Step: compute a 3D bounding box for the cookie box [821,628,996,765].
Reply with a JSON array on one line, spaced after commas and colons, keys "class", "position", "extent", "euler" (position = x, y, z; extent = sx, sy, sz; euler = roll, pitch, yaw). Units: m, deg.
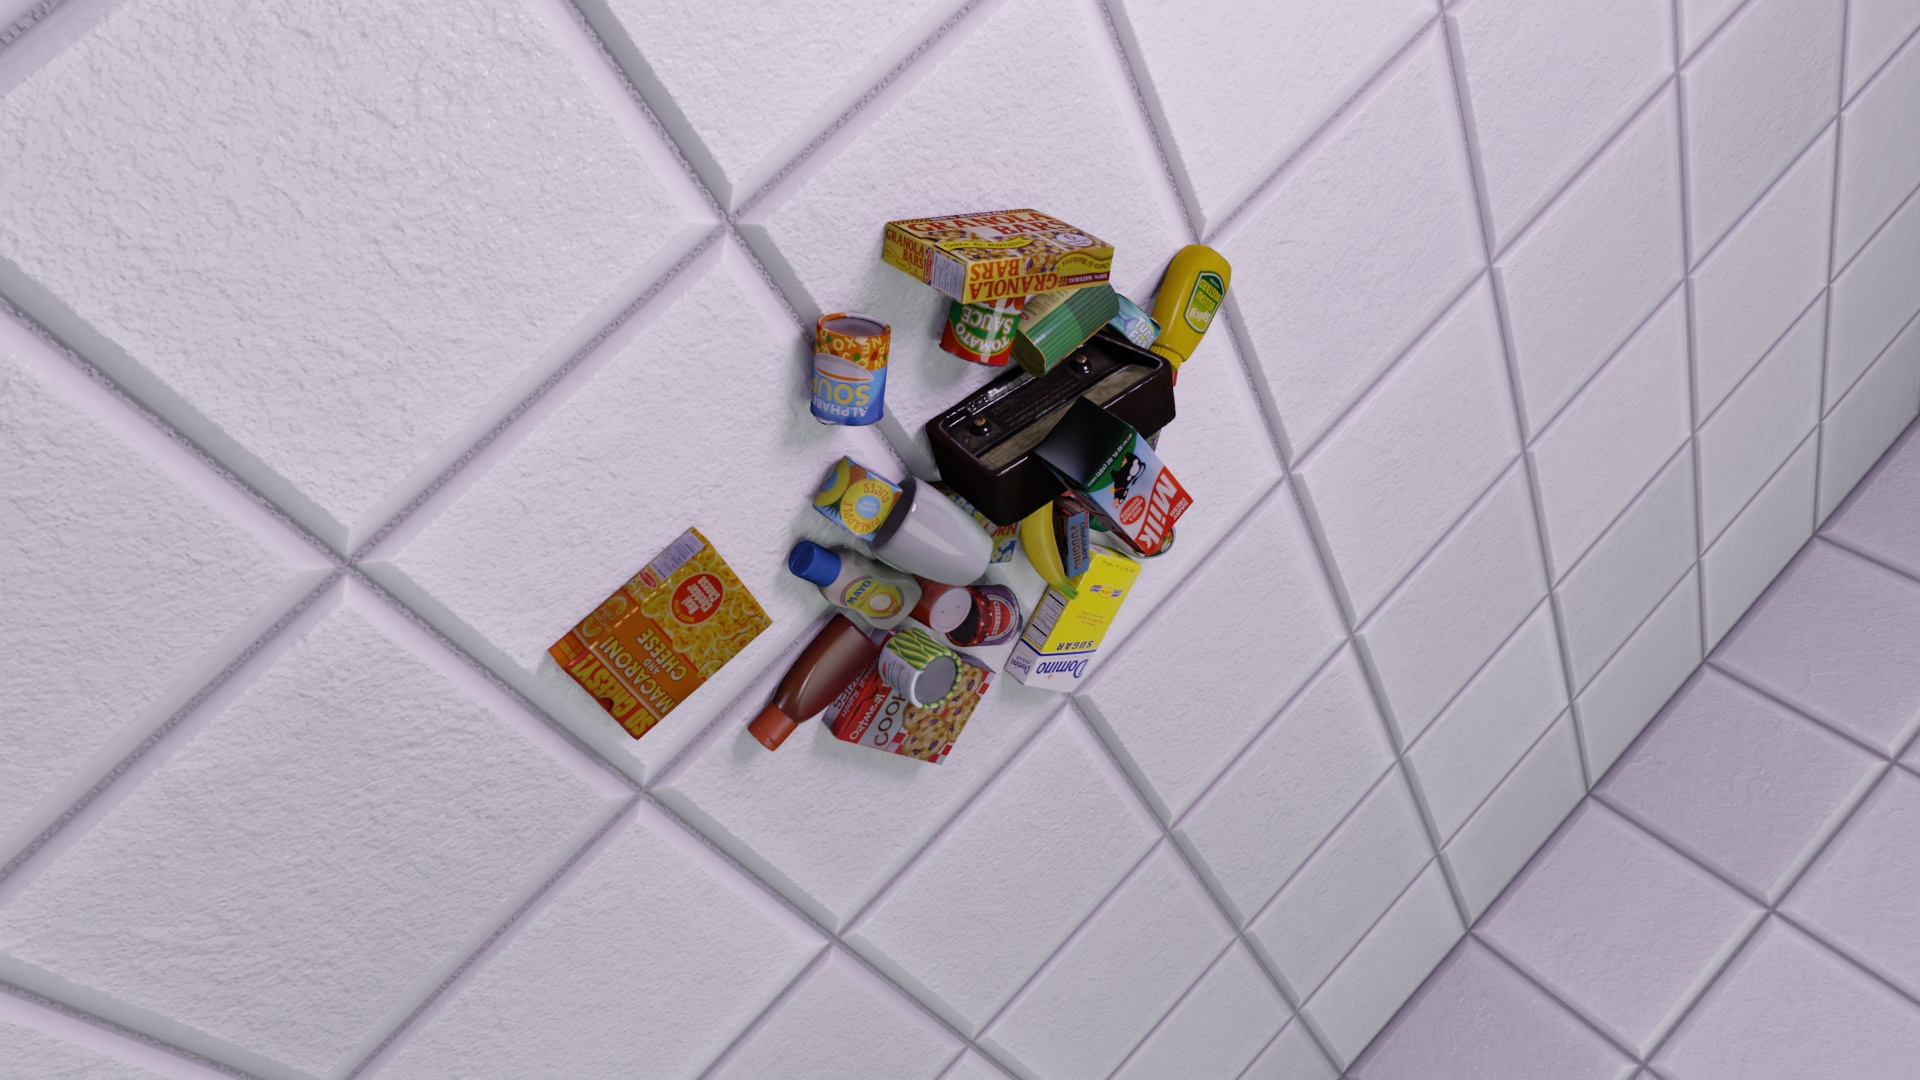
[{"class": "cookie box", "position": [-0.053, 0.169, 1.493], "extent": [0.167, 0.040, 0.123], "euler": [24, 99, -46]}]

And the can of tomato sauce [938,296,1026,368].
[{"class": "can of tomato sauce", "position": [0.023, -0.211, 1.292], "extent": [0.071, 0.071, 0.082], "euler": [-1, 116, -41]}]

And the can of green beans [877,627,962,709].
[{"class": "can of green beans", "position": [-0.040, 0.130, 1.406], "extent": [0.071, 0.058, 0.071], "euler": [-20, 124, -33]}]

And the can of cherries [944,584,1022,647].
[{"class": "can of cherries", "position": [0.022, 0.080, 1.479], "extent": [0.058, 0.071, 0.071], "euler": [1, 116, -41]}]

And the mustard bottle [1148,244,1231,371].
[{"class": "mustard bottle", "position": [0.230, -0.229, 1.455], "extent": [0.065, 0.049, 0.160], "euler": [28, 83, -39]}]

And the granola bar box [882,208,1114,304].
[{"class": "granola bar box", "position": [0.034, -0.256, 1.232], "extent": [0.166, 0.124, 0.038], "euler": [-14, 125, -34]}]

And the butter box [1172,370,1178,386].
[{"class": "butter box", "position": [0.191, -0.181, 1.490], "extent": [0.104, 0.024, 0.052], "euler": [-19, 127, -32]}]

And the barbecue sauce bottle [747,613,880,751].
[{"class": "barbecue sauce bottle", "position": [-0.150, 0.145, 1.392], "extent": [0.148, 0.044, 0.064], "euler": [-48, 137, -5]}]

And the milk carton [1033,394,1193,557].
[{"class": "milk carton", "position": [0.155, -0.050, 1.315], "extent": [0.072, 0.073, 0.190], "euler": [-51, 139, -1]}]

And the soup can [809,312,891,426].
[{"class": "soup can", "position": [-0.099, -0.151, 1.226], "extent": [0.071, 0.071, 0.083], "euler": [-14, 124, -34]}]

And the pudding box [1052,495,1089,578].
[{"class": "pudding box", "position": [0.116, -0.006, 1.520], "extent": [0.030, 0.050, 0.083], "euler": [-23, 130, -26]}]

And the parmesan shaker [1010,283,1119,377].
[{"class": "parmesan shaker", "position": [0.099, -0.215, 1.354], "extent": [0.103, 0.071, 0.071], "euler": [-40, 136, -14]}]

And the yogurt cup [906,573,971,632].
[{"class": "yogurt cup", "position": [-0.026, 0.060, 1.437], "extent": [0.073, 0.054, 0.072], "euler": [-22, 128, -30]}]

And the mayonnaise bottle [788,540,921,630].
[{"class": "mayonnaise bottle", "position": [-0.106, 0.041, 1.362], "extent": [0.064, 0.041, 0.148], "euler": [-48, 138, 13]}]

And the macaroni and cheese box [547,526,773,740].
[{"class": "macaroni and cheese box", "position": [-0.267, 0.086, 1.254], "extent": [0.167, 0.040, 0.123], "euler": [-42, 135, -12]}]

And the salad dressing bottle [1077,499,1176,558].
[{"class": "salad dressing bottle", "position": [0.186, -0.019, 1.577], "extent": [0.147, 0.044, 0.064], "euler": [17, 103, -45]}]

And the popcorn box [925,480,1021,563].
[{"class": "popcorn box", "position": [0.005, -0.018, 1.425], "extent": [0.127, 0.038, 0.084], "euler": [-6, 120, -39]}]

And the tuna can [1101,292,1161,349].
[{"class": "tuna can", "position": [0.170, -0.219, 1.414], "extent": [0.033, 0.071, 0.071], "euler": [-51, 137, -1]}]

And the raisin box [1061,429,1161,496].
[{"class": "raisin box", "position": [0.155, -0.096, 1.504], "extent": [0.124, 0.040, 0.085], "euler": [-6, 121, -38]}]

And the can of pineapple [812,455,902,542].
[{"class": "can of pineapple", "position": [-0.096, -0.039, 1.300], "extent": [0.071, 0.071, 0.058], "euler": [28, 96, -47]}]
